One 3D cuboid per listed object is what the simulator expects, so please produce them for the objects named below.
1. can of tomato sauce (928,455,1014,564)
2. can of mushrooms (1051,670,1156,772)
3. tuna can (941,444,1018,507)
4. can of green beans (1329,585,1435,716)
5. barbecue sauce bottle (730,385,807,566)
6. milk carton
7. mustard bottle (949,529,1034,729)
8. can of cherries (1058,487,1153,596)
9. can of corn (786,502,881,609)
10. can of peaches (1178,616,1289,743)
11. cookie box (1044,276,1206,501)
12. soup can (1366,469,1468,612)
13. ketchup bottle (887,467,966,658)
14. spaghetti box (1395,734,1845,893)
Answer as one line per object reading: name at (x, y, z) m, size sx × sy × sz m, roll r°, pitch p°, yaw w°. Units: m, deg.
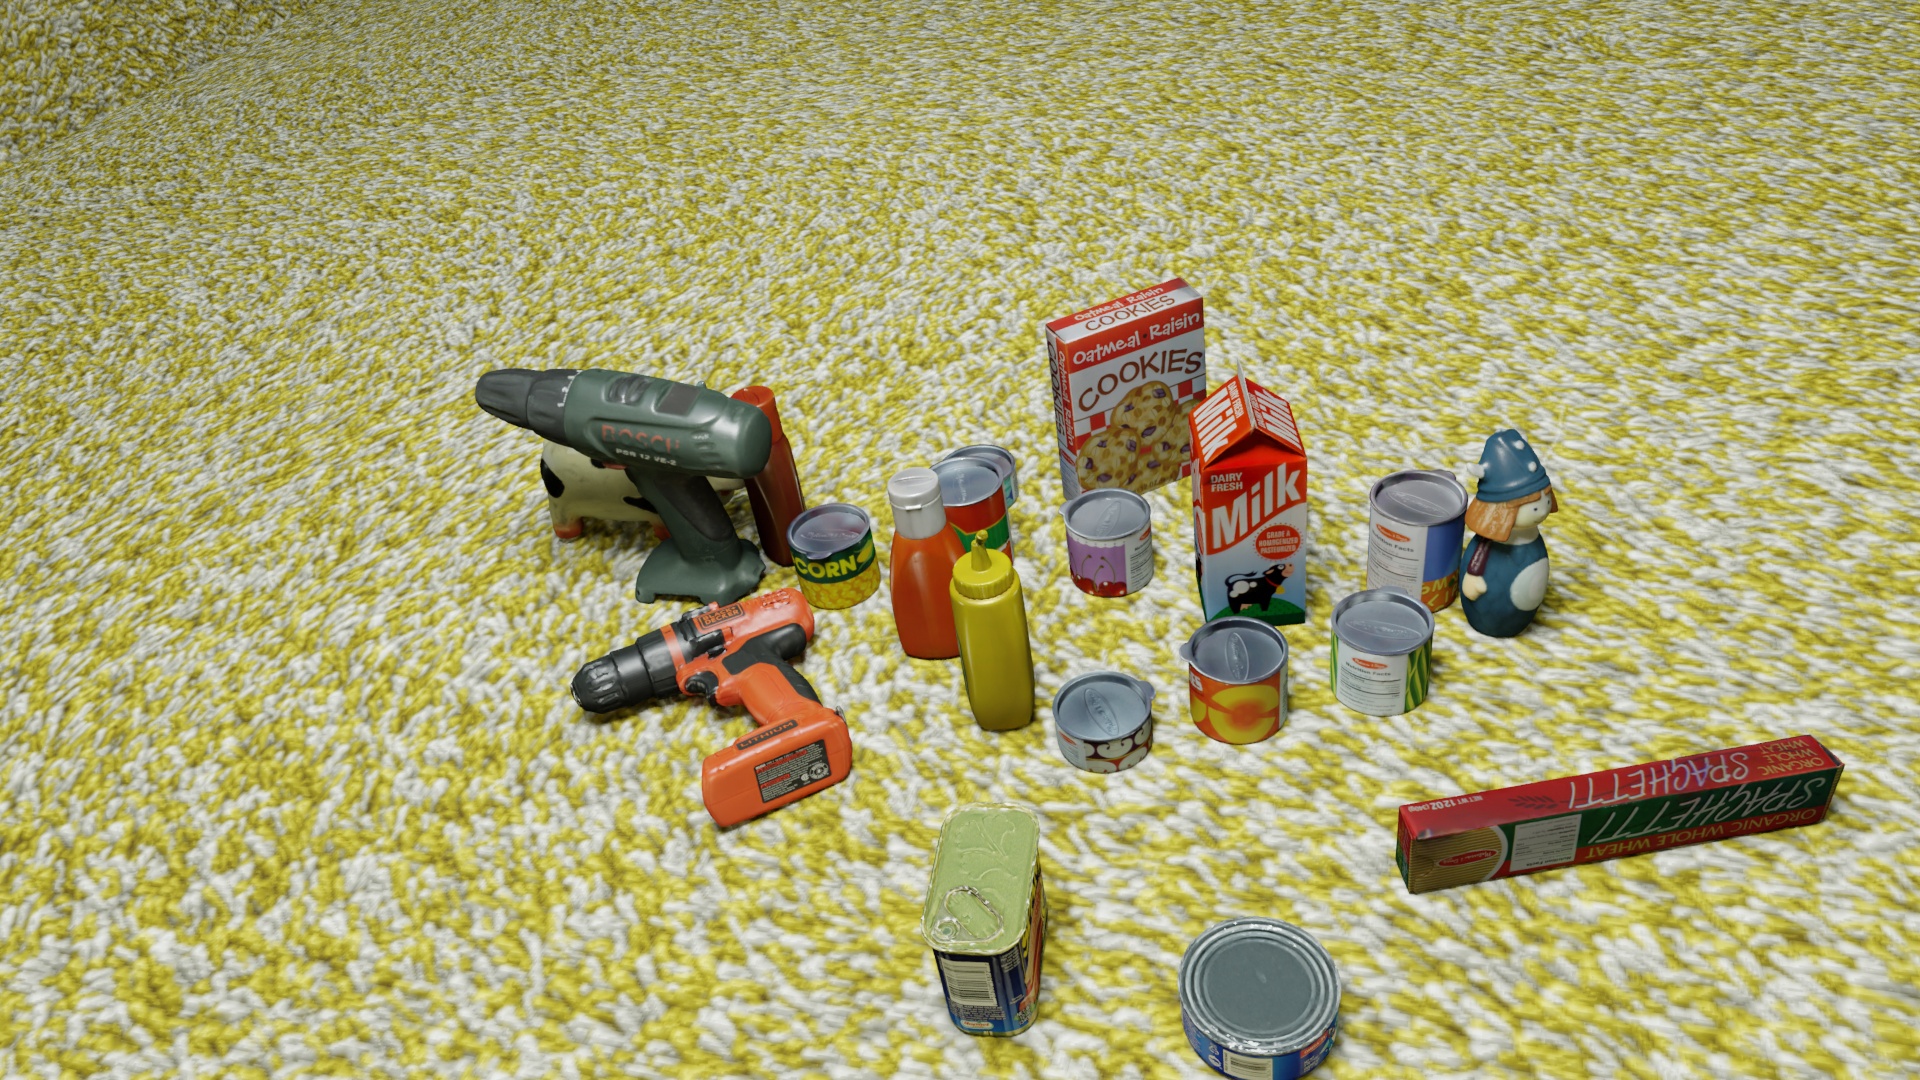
can of tomato sauce at (0.004, -0.014, 1.090) m, size 0.071 × 0.082 × 0.071 m, roll -6°, pitch 37°, yaw 5°
can of mushrooms at (0.098, 0.121, 0.932) m, size 0.071 × 0.033 × 0.071 m, roll -6°, pitch 37°, yaw 5°
tuna can at (0.013, -0.050, 1.177) m, size 0.071 × 0.032 × 0.071 m, roll -6°, pitch 37°, yaw 5°
can of green beans at (0.282, 0.075, 0.932) m, size 0.071 × 0.057 × 0.071 m, roll -6°, pitch 37°, yaw 5°
barbecue sauce bottle at (-0.154, -0.053, 1.122) m, size 0.044 × 0.147 × 0.065 m, roll -22°, pitch 38°, yaw -16°
milk carton at (0.202, -0.031, 0.979) m, size 0.073 × 0.189 × 0.073 m, roll -6°, pitch 37°, yaw 5°
mustard bottle at (0.020, 0.055, 0.932) m, size 0.049 × 0.159 × 0.065 m, roll -8°, pitch 37°, yaw 3°
can of cherries at (0.112, 0.001, 1.067) m, size 0.071 × 0.058 × 0.072 m, roll -6°, pitch 37°, yaw 5°
can of corn at (-0.100, 0.014, 1.096) m, size 0.071 × 0.058 × 0.071 m, roll -6°, pitch 37°, yaw 5°
can of peaches at (0.183, 0.094, 0.929) m, size 0.071 × 0.057 × 0.071 m, roll -6°, pitch 37°, yaw 5°
cookie box at (0.137, -0.115, 1.125) m, size 0.123 × 0.166 × 0.040 m, roll -21°, pitch 38°, yaw -15°
soup can at (0.329, 0.000, 0.999) m, size 0.071 × 0.083 × 0.072 m, roll -6°, pitch 37°, yaw 5°
ketchup bottle at (-0.023, 0.018, 1.000) m, size 0.065 × 0.148 × 0.044 m, roll -6°, pitch 37°, yaw 5°
spaghetti box at (0.379, 0.159, 0.806) m, size 0.250 × 0.050 × 0.029 m, roll -10°, pitch 37°, yaw -1°
